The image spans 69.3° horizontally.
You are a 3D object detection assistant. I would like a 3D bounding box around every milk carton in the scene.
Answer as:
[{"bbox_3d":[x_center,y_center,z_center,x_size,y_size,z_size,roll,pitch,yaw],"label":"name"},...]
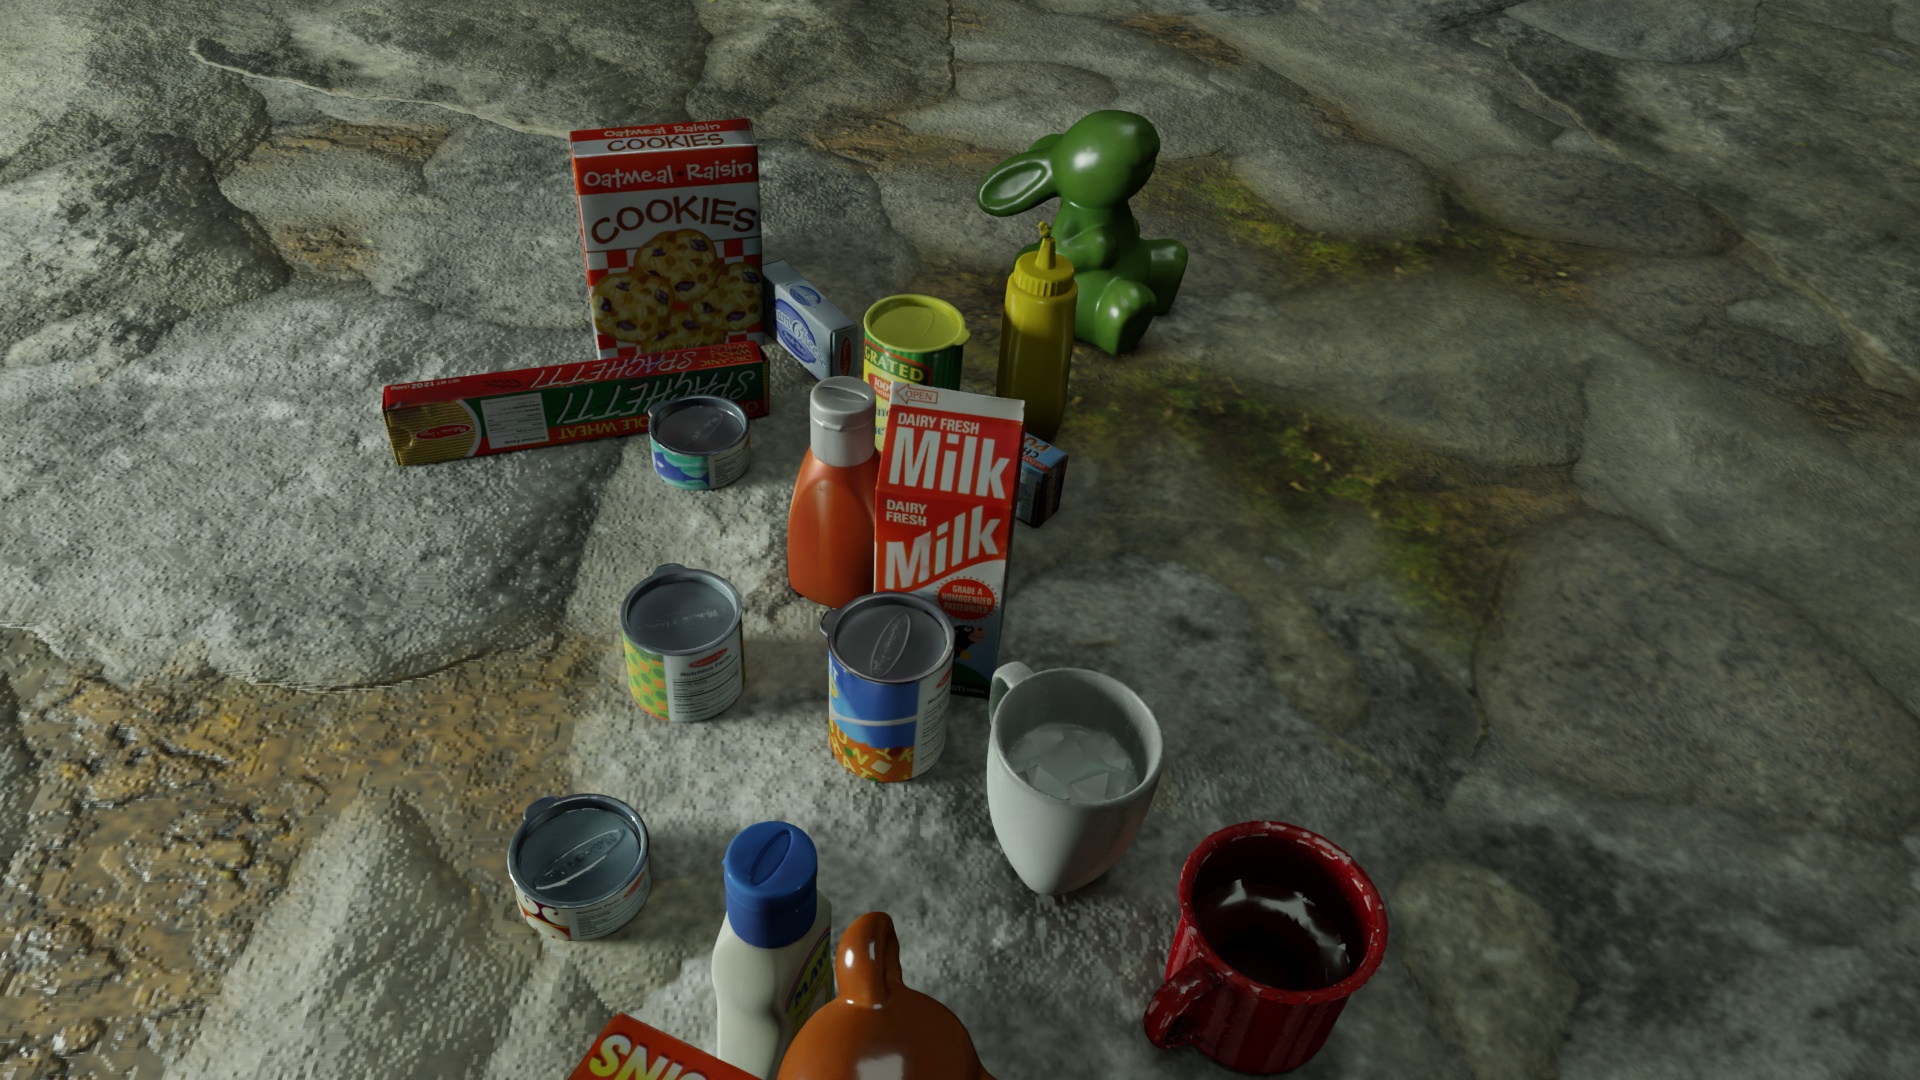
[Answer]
[{"bbox_3d":[-0.007,-0.006,0.764,0.072,0.189,0.074,8,42,3],"label":"milk carton"}]

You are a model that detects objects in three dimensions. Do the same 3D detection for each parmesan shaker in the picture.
[{"bbox_3d":[-0.030,-0.103,0.933,0.071,0.102,0.072,3,42,-3],"label":"parmesan shaker"}]

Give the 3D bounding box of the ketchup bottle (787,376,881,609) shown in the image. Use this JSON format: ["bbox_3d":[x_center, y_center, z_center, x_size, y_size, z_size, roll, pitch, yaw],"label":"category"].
[{"bbox_3d":[-0.069,-0.026,0.810,0.065,0.148,0.044,14,43,9],"label":"ketchup bottle"}]

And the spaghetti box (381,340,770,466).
[{"bbox_3d":[-0.254,-0.094,0.939,0.251,0.049,0.029,-10,44,-16],"label":"spaghetti box"}]

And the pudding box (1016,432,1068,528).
[{"bbox_3d":[0.027,-0.050,0.920,0.084,0.049,0.030,29,47,24],"label":"pudding box"}]

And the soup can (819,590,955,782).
[{"bbox_3d":[-0.041,0.078,0.747,0.071,0.083,0.072,3,42,-3],"label":"soup can"}]

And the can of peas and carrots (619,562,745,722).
[{"bbox_3d":[-0.155,0.057,0.777,0.071,0.058,0.071,3,42,-3],"label":"can of peas and carrots"}]

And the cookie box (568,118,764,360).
[{"bbox_3d":[-0.205,-0.211,0.985,0.123,0.166,0.040,-9,44,-15],"label":"cookie box"}]

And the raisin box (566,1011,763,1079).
[{"bbox_3d":[-0.101,0.242,0.533,0.086,0.122,0.040,20,44,15],"label":"raisin box"}]

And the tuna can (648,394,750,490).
[{"bbox_3d":[-0.176,-0.067,0.930,0.071,0.032,0.071,3,42,-3],"label":"tuna can"}]

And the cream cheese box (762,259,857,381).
[{"bbox_3d":[-0.113,-0.159,1.022,0.024,0.053,0.104,-24,50,-28],"label":"cream cheese box"}]

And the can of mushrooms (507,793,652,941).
[{"bbox_3d":[-0.187,0.159,0.682,0.071,0.033,0.071,3,42,-3],"label":"can of mushrooms"}]

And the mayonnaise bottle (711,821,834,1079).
[{"bbox_3d":[-0.078,0.177,0.588,0.041,0.147,0.065,19,44,15],"label":"mayonnaise bottle"}]

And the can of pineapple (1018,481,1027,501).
[{"bbox_3d":[0.003,-0.011,0.869,0.071,0.057,0.071,3,42,-3],"label":"can of pineapple"}]

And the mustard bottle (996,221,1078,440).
[{"bbox_3d":[0.053,-0.143,0.943,0.049,0.159,0.065,0,43,-6],"label":"mustard bottle"}]
